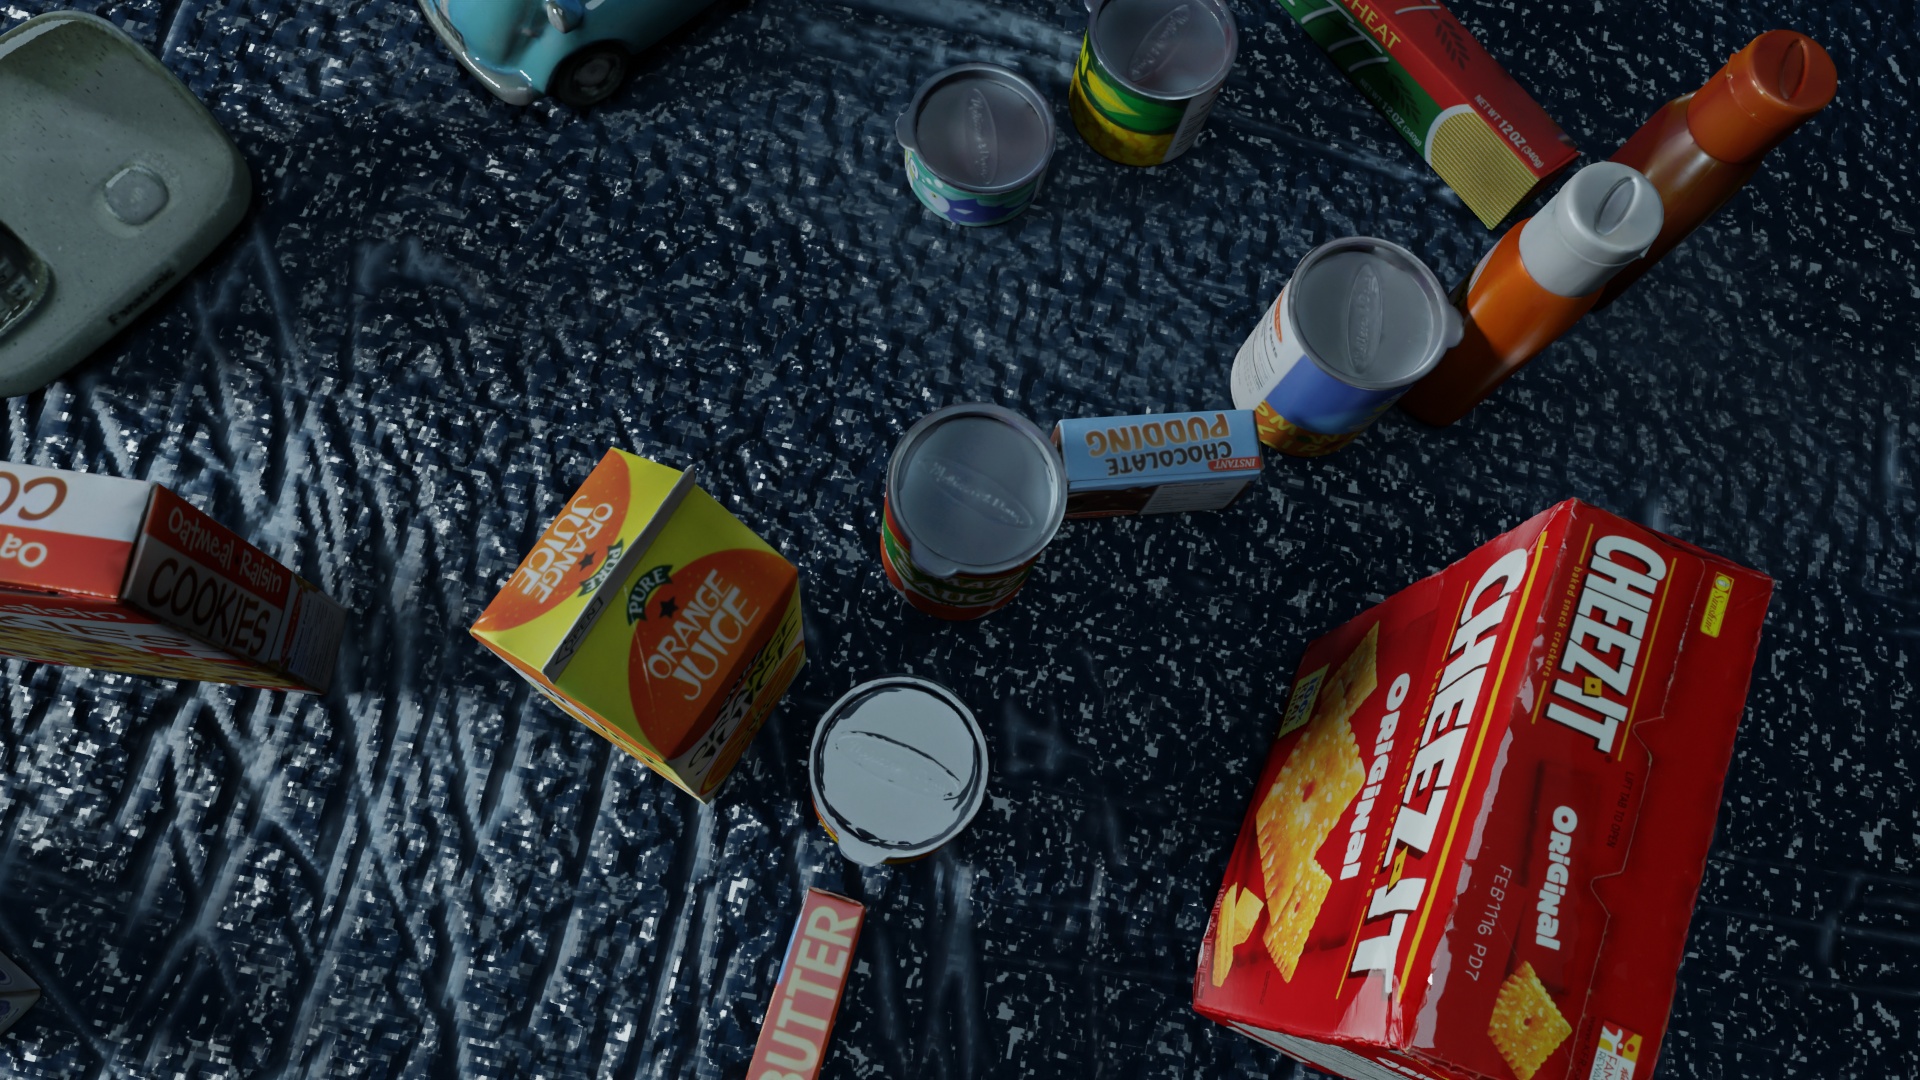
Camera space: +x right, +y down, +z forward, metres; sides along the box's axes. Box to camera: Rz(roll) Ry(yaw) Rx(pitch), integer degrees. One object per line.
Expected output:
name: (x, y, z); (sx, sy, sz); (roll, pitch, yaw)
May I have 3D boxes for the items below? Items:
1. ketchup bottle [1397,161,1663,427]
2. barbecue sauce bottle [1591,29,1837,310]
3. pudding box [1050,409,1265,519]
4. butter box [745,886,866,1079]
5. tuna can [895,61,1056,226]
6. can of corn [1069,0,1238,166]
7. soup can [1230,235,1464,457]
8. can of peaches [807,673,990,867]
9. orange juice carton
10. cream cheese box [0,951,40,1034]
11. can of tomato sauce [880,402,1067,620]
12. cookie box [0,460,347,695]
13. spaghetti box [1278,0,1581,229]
ketchup bottle: (0.226, -0.098, 0.560); (0.043, 0.148, 0.065); (34, 74, 5)
barbecue sauce bottle: (0.301, -0.155, 0.585); (0.044, 0.148, 0.065); (23, 73, 1)
pudding box: (0.078, -0.031, 0.577); (0.084, 0.049, 0.030); (-4, 75, -7)
butter box: (-0.060, 0.179, 0.500); (0.024, 0.053, 0.104); (17, 73, -1)
tuna can: (0.006, -0.176, 0.622); (0.071, 0.032, 0.071); (2, 74, -5)
can of corn: (0.083, -0.213, 0.627); (0.071, 0.058, 0.071); (2, 74, -5)
soup can: (0.159, -0.078, 0.581); (0.071, 0.083, 0.071); (2, 74, -5)
can of peaches: (-0.026, 0.090, 0.527); (0.071, 0.058, 0.071); (2, 74, -5)
orange juice carton: (-0.101, 0.032, 0.466); (0.073, 0.192, 0.072); (33, 74, 4)
cream cheese box: (-0.376, 0.133, 0.482); (0.104, 0.053, 0.024); (39, 74, 6)
can of tomato sauce: (0.002, -0.007, 0.545); (0.071, 0.083, 0.071); (2, 74, -5)
cookie box: (-0.299, 0.015, 0.465); (0.123, 0.167, 0.040); (8, 74, -3)
spaghetti box: (0.186, -0.254, 0.654); (0.029, 0.050, 0.250); (-36, 80, -14)
